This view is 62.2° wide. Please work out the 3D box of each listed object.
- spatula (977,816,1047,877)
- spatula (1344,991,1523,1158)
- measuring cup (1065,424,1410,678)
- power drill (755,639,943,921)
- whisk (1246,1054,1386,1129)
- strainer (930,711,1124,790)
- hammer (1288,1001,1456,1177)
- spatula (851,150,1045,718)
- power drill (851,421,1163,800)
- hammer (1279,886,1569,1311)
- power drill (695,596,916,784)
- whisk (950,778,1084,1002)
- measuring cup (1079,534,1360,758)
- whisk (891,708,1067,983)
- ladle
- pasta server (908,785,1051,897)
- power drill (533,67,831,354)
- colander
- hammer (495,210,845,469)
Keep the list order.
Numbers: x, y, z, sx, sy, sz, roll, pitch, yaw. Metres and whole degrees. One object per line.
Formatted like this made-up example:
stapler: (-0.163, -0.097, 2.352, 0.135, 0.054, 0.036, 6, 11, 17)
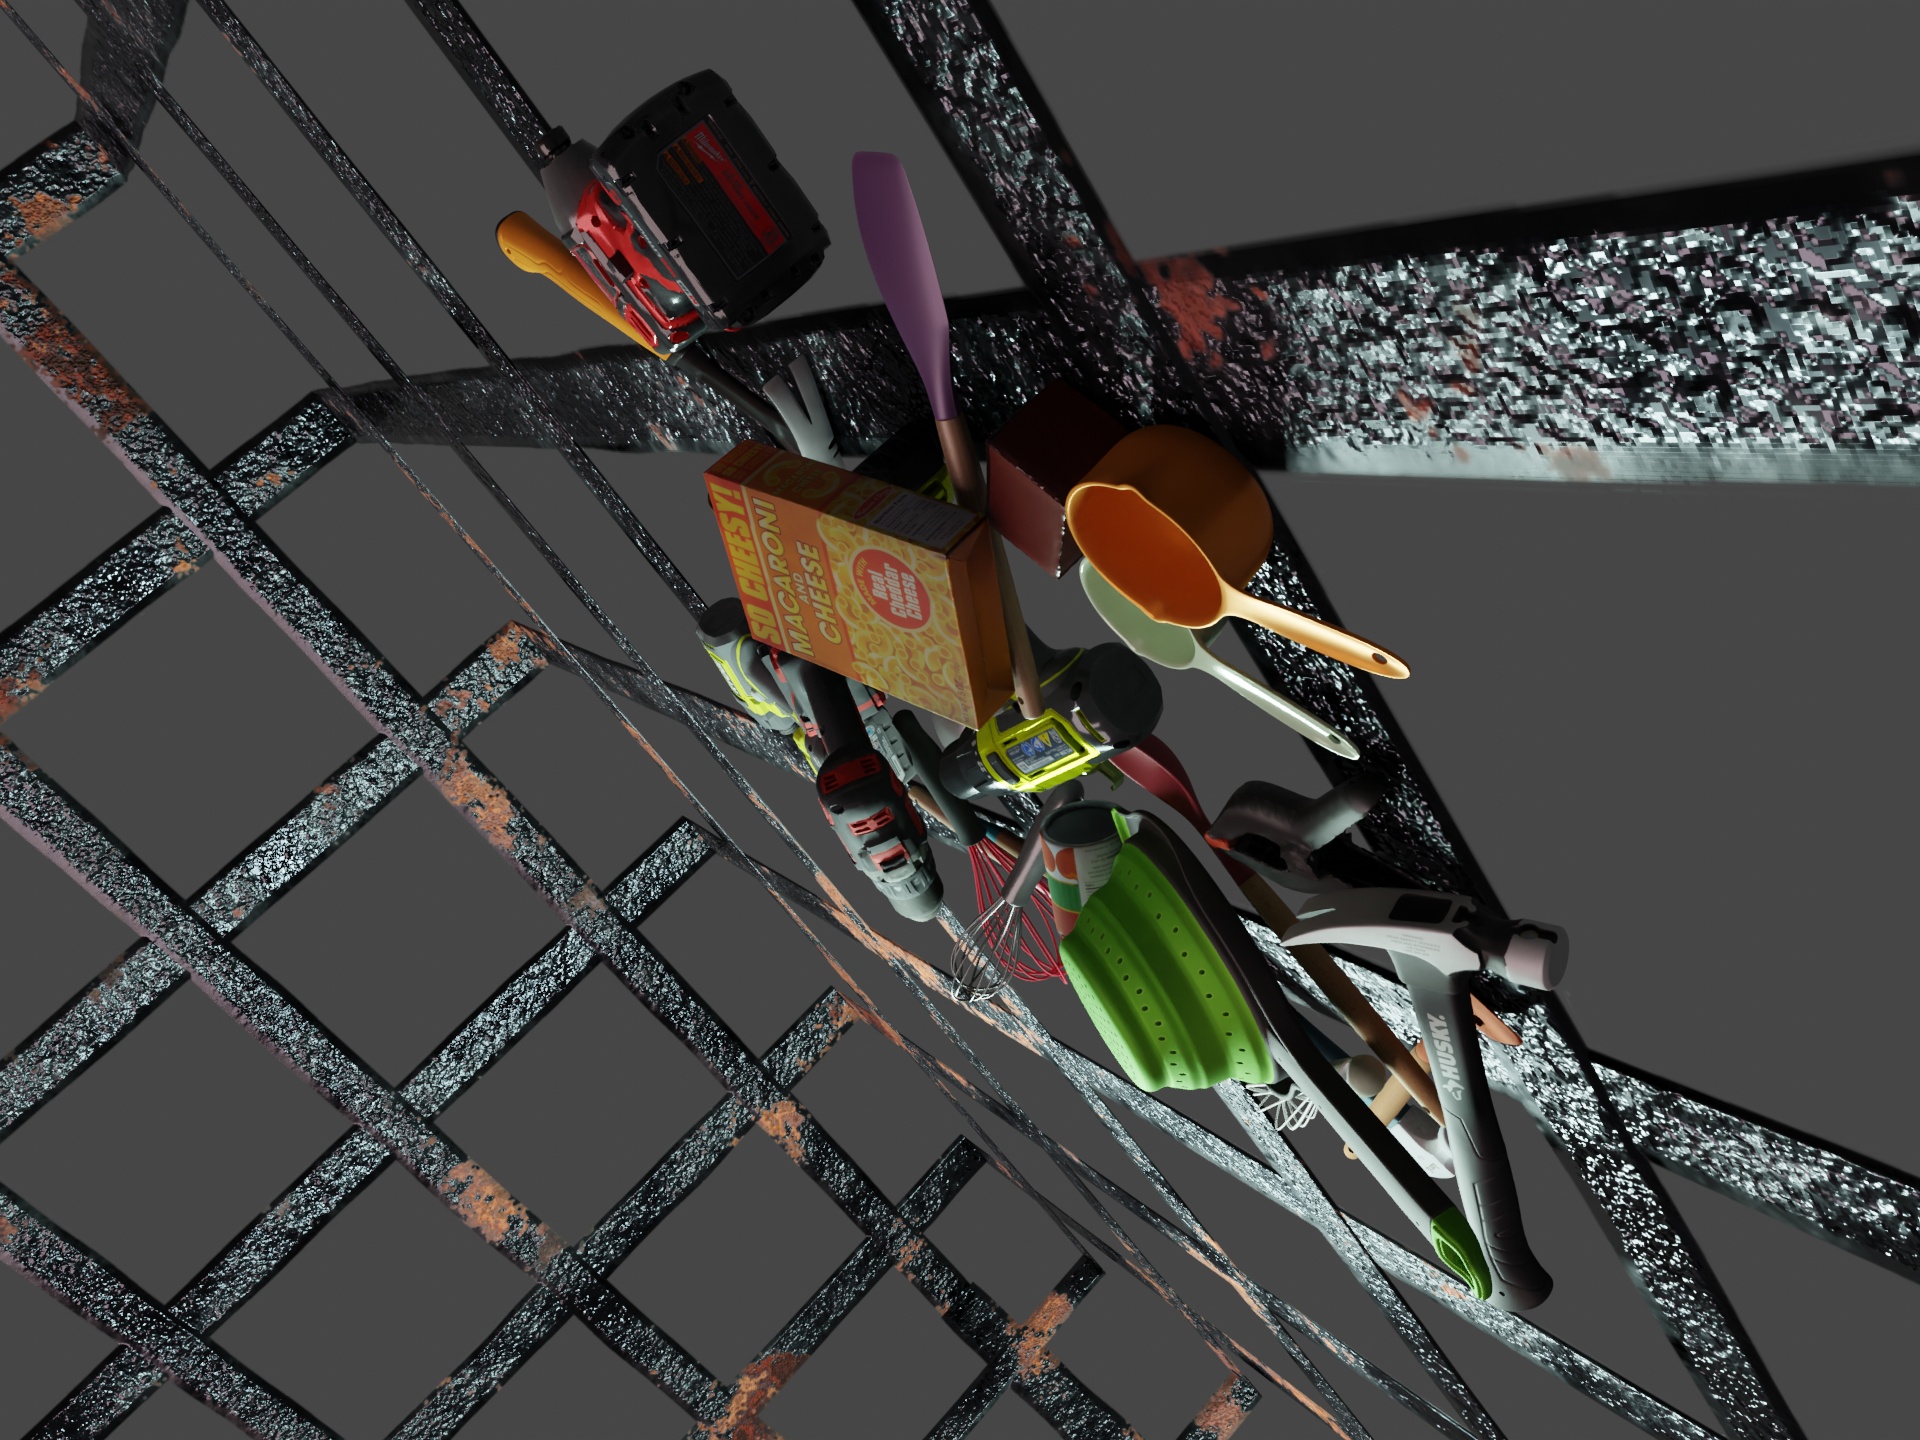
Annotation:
spatula: (0.060, 0.101, 1.334, 0.318, 0.044, 0.082, 32, 159, 27)
spatula: (0.279, 0.222, 0.995, 0.081, 0.041, 0.322, 45, 155, 24)
measuring cup: (0.129, -0.072, 0.692, 0.174, 0.052, 0.095, 29, 158, 29)
power drill: (-0.077, 0.037, 1.245, 0.187, 0.080, 0.227, 65, -179, -49)
whisk: (0.237, 0.240, 1.047, 0.059, 0.058, 0.246, 8, 165, 0)
strainer: (-0.002, -0.004, 1.142, 0.151, 0.069, 0.256, 52, 161, -21)
hammer: (0.228, 0.209, 1.159, 0.331, 0.033, 0.128, 40, 162, 18)
spatula: (-0.001, -0.134, 0.814, 0.060, 0.018, 0.315, 27, 142, 51)
power drill: (-0.007, -0.049, 0.966, 0.228, 0.080, 0.190, 49, 145, -9)
hammer: (0.279, 0.221, 0.887, 0.146, 0.035, 0.334, 9, 134, 39)
power drill: (-0.145, -0.006, 1.494, 0.223, 0.080, 0.171, 37, 162, 39)
whisk: (0.045, 0.134, 1.223, 0.055, 0.055, 0.238, 39, 127, 20)
measuring cup: (0.134, -0.040, 0.780, 0.168, 0.038, 0.083, 36, 162, 20)
whisk: (0.019, 0.107, 1.278, 0.073, 0.073, 0.295, 21, 146, 56)
ladle: (0.191, 0.118, 0.967, 0.315, 0.031, 0.069, 51, 171, 11)
pasta server: (0.049, 0.135, 1.415, 0.316, 0.040, 0.060, 33, 146, 41)
power drill: (-0.168, -0.279, 0.884, 0.143, 0.078, 0.220, 53, 165, -23)
colander: (0.158, 0.204, 0.944, 0.398, 0.094, 0.204, 51, 169, 53)
hammer: (-0.208, -0.267, 1.079, 0.337, 0.034, 0.127, 38, 163, 25)
